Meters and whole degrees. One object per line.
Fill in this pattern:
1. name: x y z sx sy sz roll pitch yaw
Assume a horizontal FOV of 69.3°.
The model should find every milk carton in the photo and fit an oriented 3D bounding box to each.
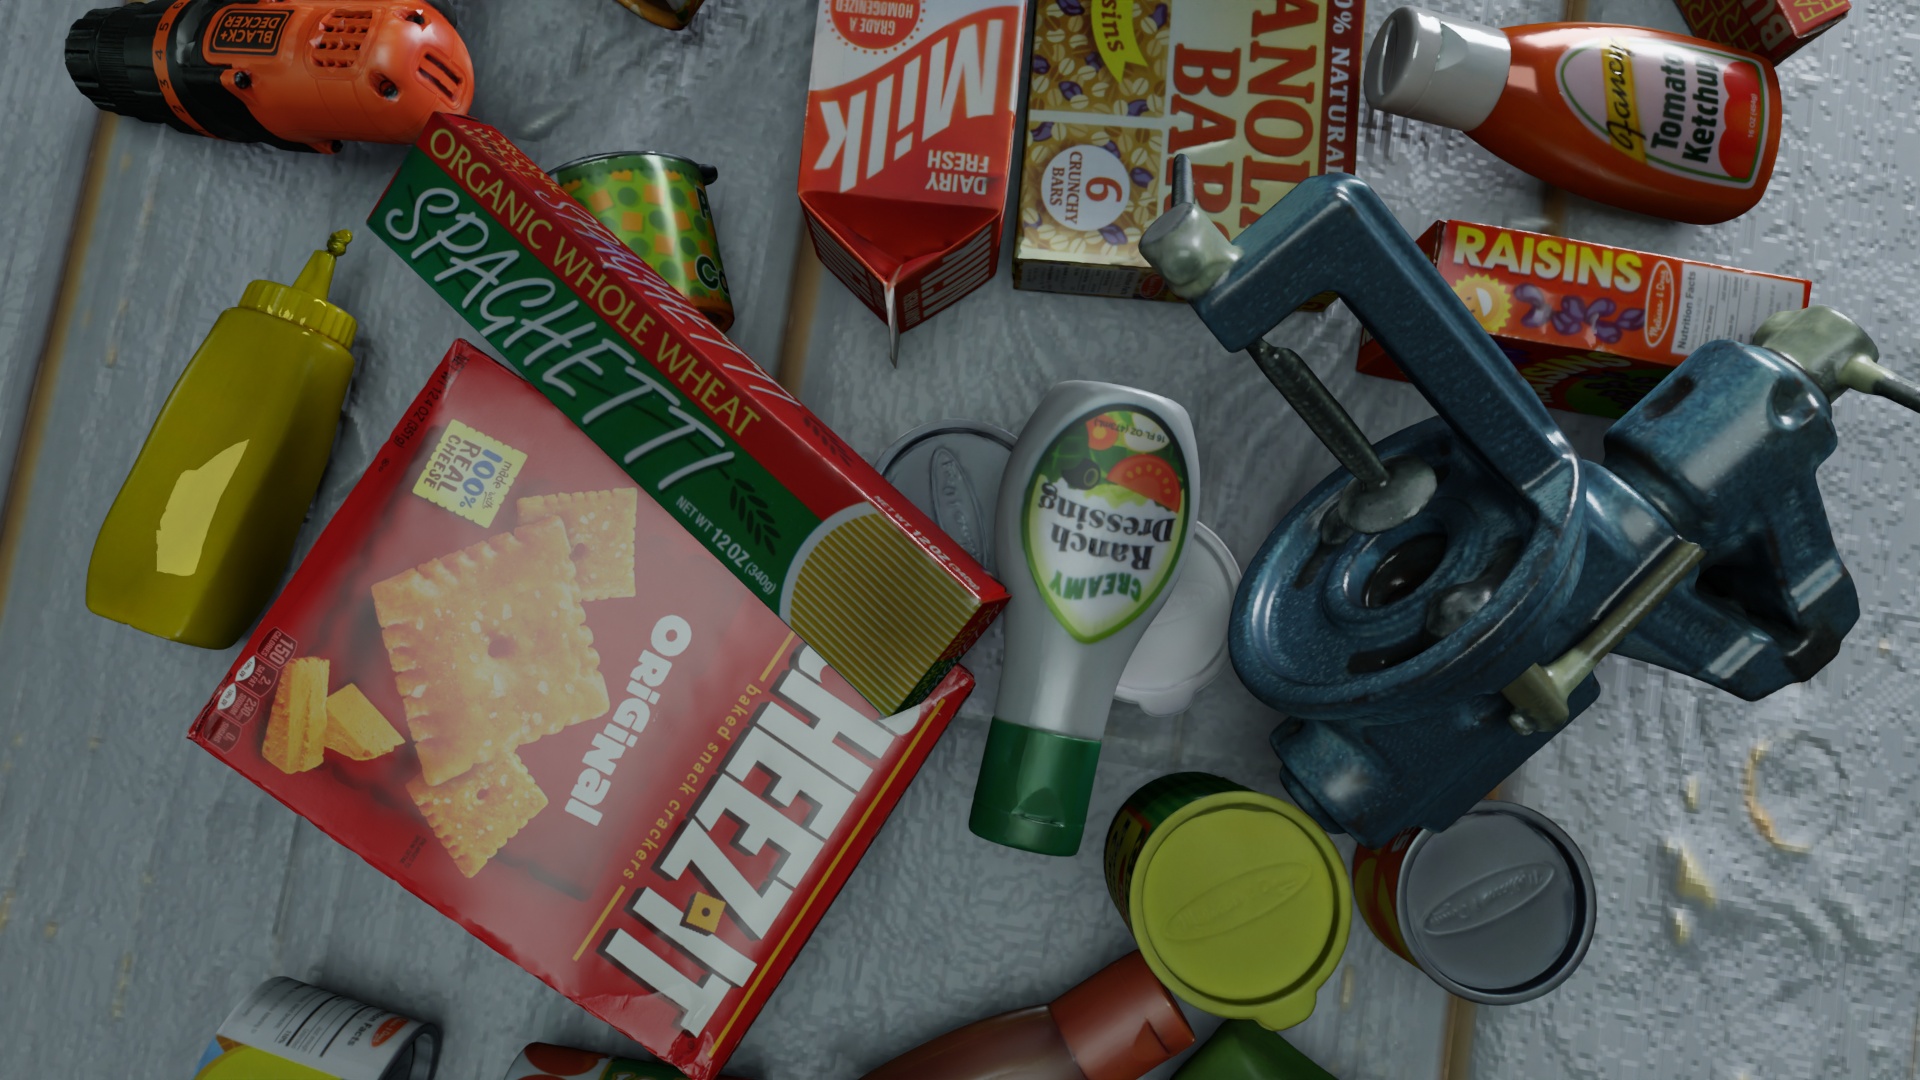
1. milk carton: -0.015 -0.163 0.509 0.073 0.072 0.190 6 84 1

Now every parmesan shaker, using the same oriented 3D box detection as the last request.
1. parmesan shaker: 0.085 0.116 0.462 0.071 0.103 0.071 0 84 1

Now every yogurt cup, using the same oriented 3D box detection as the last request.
1. yogurt cup: 0.064 0.024 0.497 0.072 0.054 0.072 0 84 0

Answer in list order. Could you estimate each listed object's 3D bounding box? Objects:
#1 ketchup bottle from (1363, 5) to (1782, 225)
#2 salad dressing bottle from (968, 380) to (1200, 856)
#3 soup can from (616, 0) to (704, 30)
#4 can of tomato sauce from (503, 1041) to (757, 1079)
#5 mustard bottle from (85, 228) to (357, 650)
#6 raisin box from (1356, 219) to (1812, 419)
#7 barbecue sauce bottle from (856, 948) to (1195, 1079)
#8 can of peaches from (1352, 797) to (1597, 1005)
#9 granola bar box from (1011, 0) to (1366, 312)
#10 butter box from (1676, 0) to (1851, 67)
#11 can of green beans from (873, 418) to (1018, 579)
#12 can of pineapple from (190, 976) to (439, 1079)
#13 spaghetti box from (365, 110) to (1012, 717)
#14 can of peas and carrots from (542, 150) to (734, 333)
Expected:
1. ketchup bottle: 0.222 -0.160 0.507 0.149 0.043 0.065 9 85 -12
2. salad dressing bottle: 0.036 0.025 0.446 0.064 0.044 0.147 13 87 -8
3. soup can: -0.109 -0.247 0.525 0.071 0.071 0.084 33 86 4
4. can of tomato sauce: -0.114 0.210 0.469 0.083 0.071 0.071 10 84 2
5. mustard bottle: -0.257 -0.042 0.504 0.049 0.065 0.160 19 78 -3
6. raisin box: 0.214 -0.075 0.492 0.123 0.086 0.040 10 86 1
7. barbecue sauce bottle: 0.009 0.195 0.478 0.148 0.044 0.064 -32 109 -1
8. can of peaches: 0.176 0.119 0.484 0.071 0.058 0.071 0 84 1
9. granola bar box: 0.087 -0.176 0.527 0.124 0.039 0.165 5 84 0
10. butter box: 0.289 -0.227 0.525 0.024 0.053 0.103 -25 84 0
11. can of green beans: -0.001 -0.006 0.499 0.071 0.058 0.071 0 84 0
12. can of pineapple: -0.221 0.191 0.473 0.058 0.071 0.071 18 84 3
13. spaghetti box: -0.093 -0.046 0.447 0.250 0.029 0.050 42 106 12
14. can of peas and carrots: -0.118 -0.102 0.507 0.071 0.071 0.059 -13 85 -1
